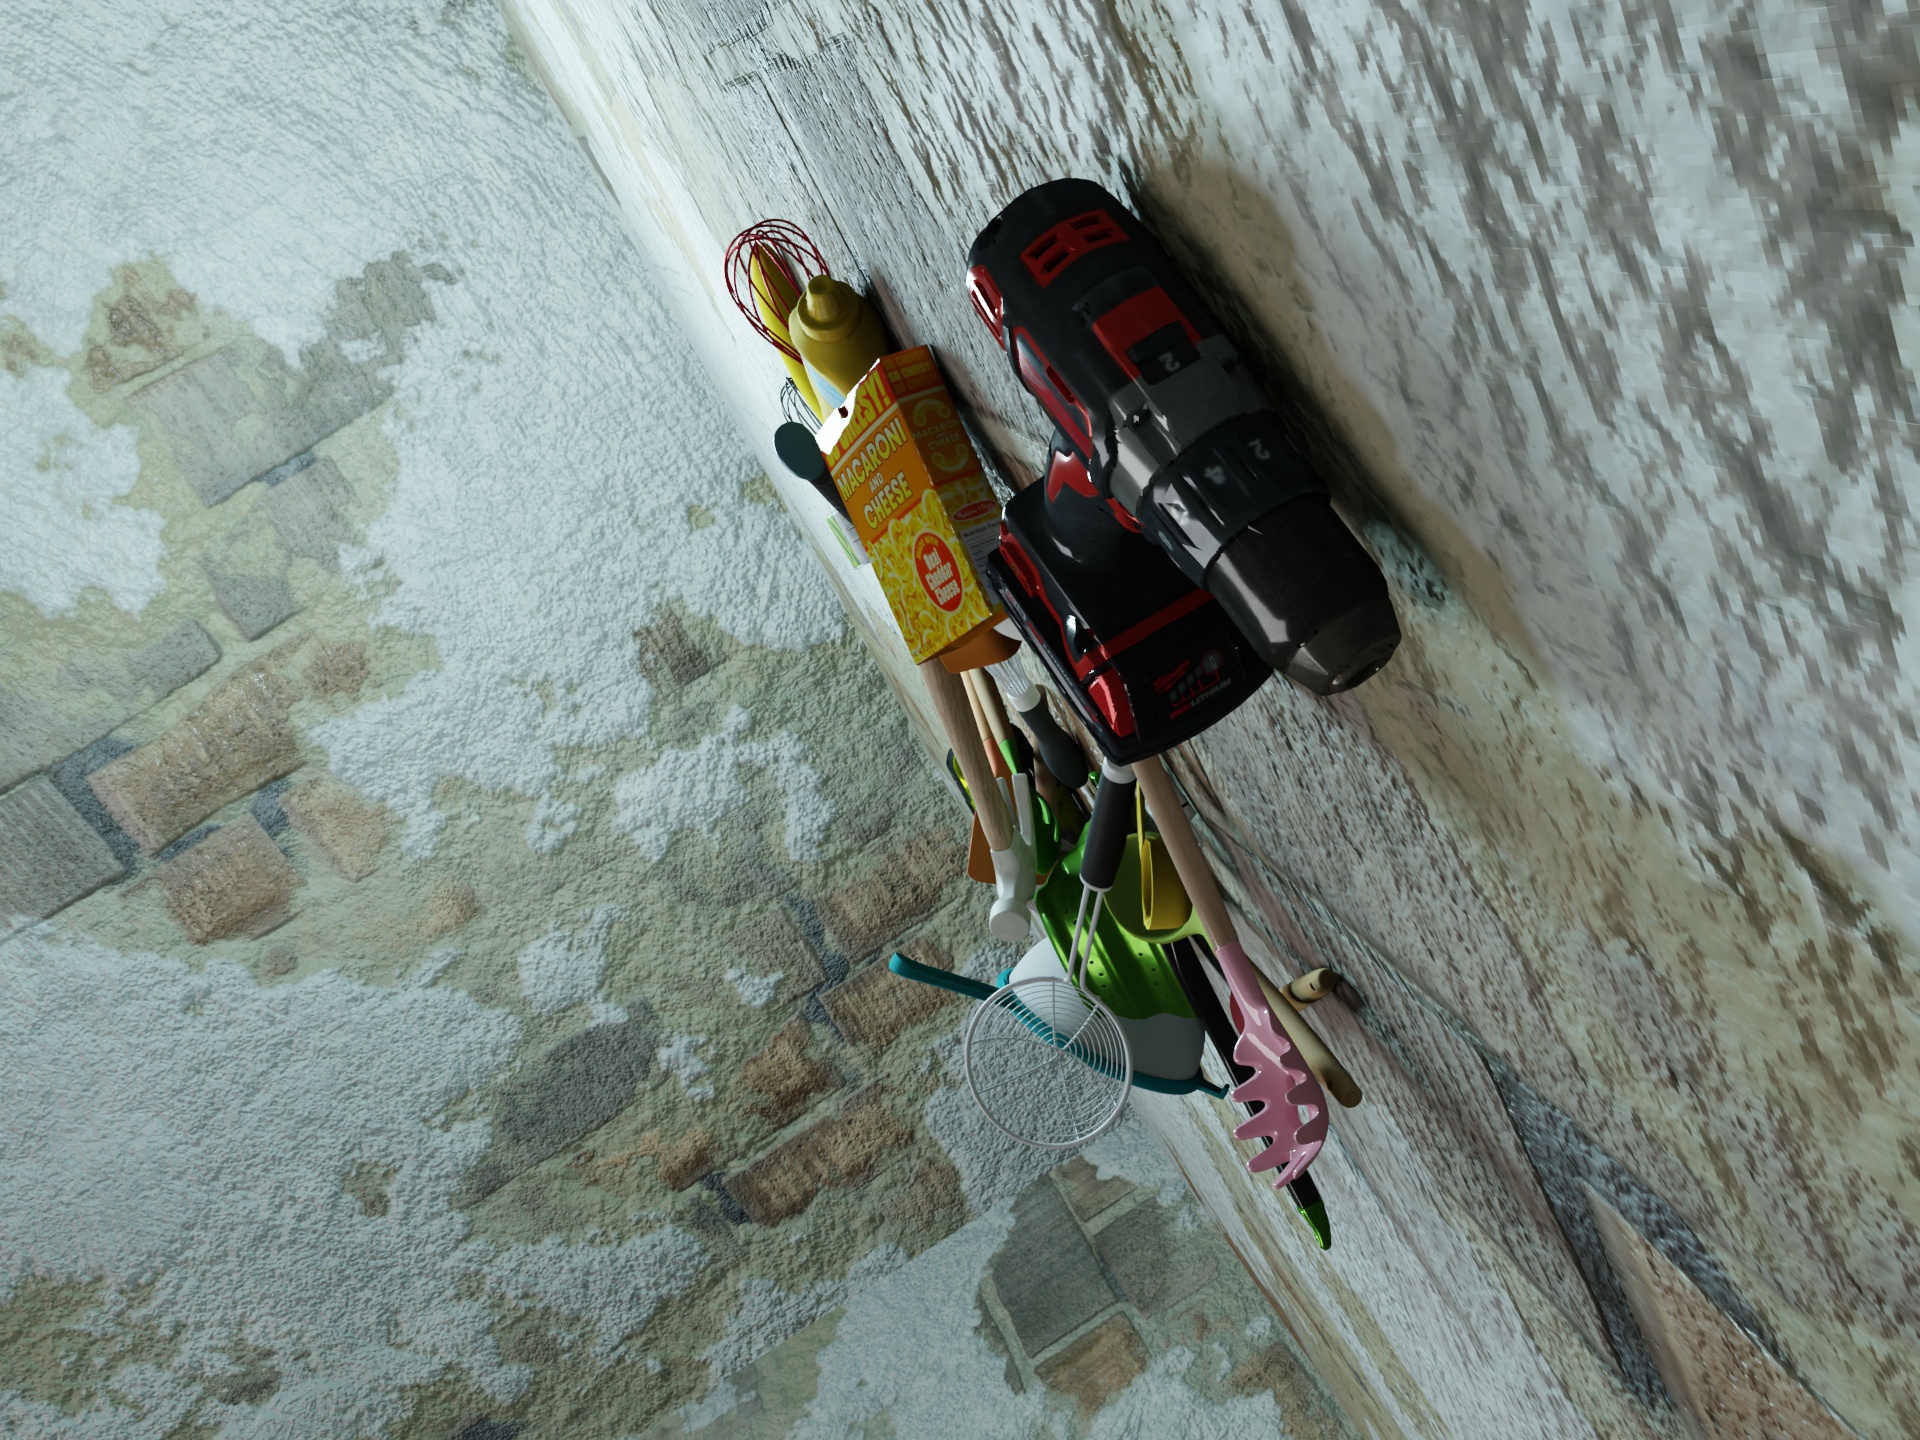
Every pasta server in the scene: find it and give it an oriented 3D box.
[{"bbox_3d":[0.134,0.105,0.901,0.316,0.040,0.060,69,151,25],"label":"pasta server"}]

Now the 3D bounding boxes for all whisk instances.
[{"bbox_3d":[-0.100,-0.267,1.193,0.073,0.073,0.295,56,180,29],"label":"whisk"},{"bbox_3d":[-0.088,-0.221,1.447,0.239,0.055,0.055,54,175,3],"label":"whisk"},{"bbox_3d":[0.034,-0.042,1.231,0.284,0.070,0.070,56,178,-36],"label":"whisk"}]

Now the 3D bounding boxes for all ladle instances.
[{"bbox_3d":[0.160,0.151,0.981,0.320,0.062,0.078,-126,38,-69],"label":"ladle"},{"bbox_3d":[0.208,0.184,1.025,0.069,0.031,0.315,58,174,15],"label":"ladle"}]

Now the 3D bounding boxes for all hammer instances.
[{"bbox_3d":[-0.002,-0.004,1.147,0.130,0.031,0.331,-79,-27,-55],"label":"hammer"},{"bbox_3d":[-0.064,-0.154,1.275,0.128,0.033,0.330,57,-172,23],"label":"hammer"}]

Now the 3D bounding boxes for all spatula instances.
[{"bbox_3d":[0.018,0.010,1.417,0.323,0.081,0.041,-106,27,-43],"label":"spatula"},{"bbox_3d":[0.076,0.079,1.399,0.060,0.018,0.315,32,149,30],"label":"spatula"}]

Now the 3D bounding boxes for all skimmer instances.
[{"bbox_3d":[0.074,0.164,1.076,0.127,0.090,0.363,23,140,15],"label":"skimmer"}]

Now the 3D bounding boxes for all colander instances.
[{"bbox_3d":[0.156,0.235,1.221,0.397,0.094,0.204,63,-178,7],"label":"colander"}]

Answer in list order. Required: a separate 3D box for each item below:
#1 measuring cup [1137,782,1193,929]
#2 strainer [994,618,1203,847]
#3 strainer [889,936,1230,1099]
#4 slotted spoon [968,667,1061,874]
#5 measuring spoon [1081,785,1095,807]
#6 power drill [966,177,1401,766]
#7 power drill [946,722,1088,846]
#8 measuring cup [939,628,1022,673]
[{"bbox_3d":[0.131,0.078,1.034,0.157,0.029,0.062,-85,-5,-61],"label":"measuring cup"},{"bbox_3d":[0.075,-0.025,1.005,0.258,0.050,0.087,55,161,9],"label":"strainer"},{"bbox_3d":[0.095,0.230,1.444,0.340,0.095,0.211,22,-171,-29],"label":"strainer"},{"bbox_3d":[0.033,0.001,1.364,0.070,0.031,0.314,51,-165,-48],"label":"slotted spoon"},{"bbox_3d":[0.131,0.107,1.369,0.124,0.018,0.034,58,176,19],"label":"measuring spoon"},{"bbox_3d":[0.075,-0.060,0.568,0.188,0.080,0.226,57,172,19],"label":"power drill"},{"bbox_3d":[0.059,0.072,1.571,0.190,0.080,0.229,59,173,-14],"label":"power drill"},{"bbox_3d":[0.001,-0.118,1.079,0.095,0.052,0.173,-61,-41,-66],"label":"measuring cup"}]
